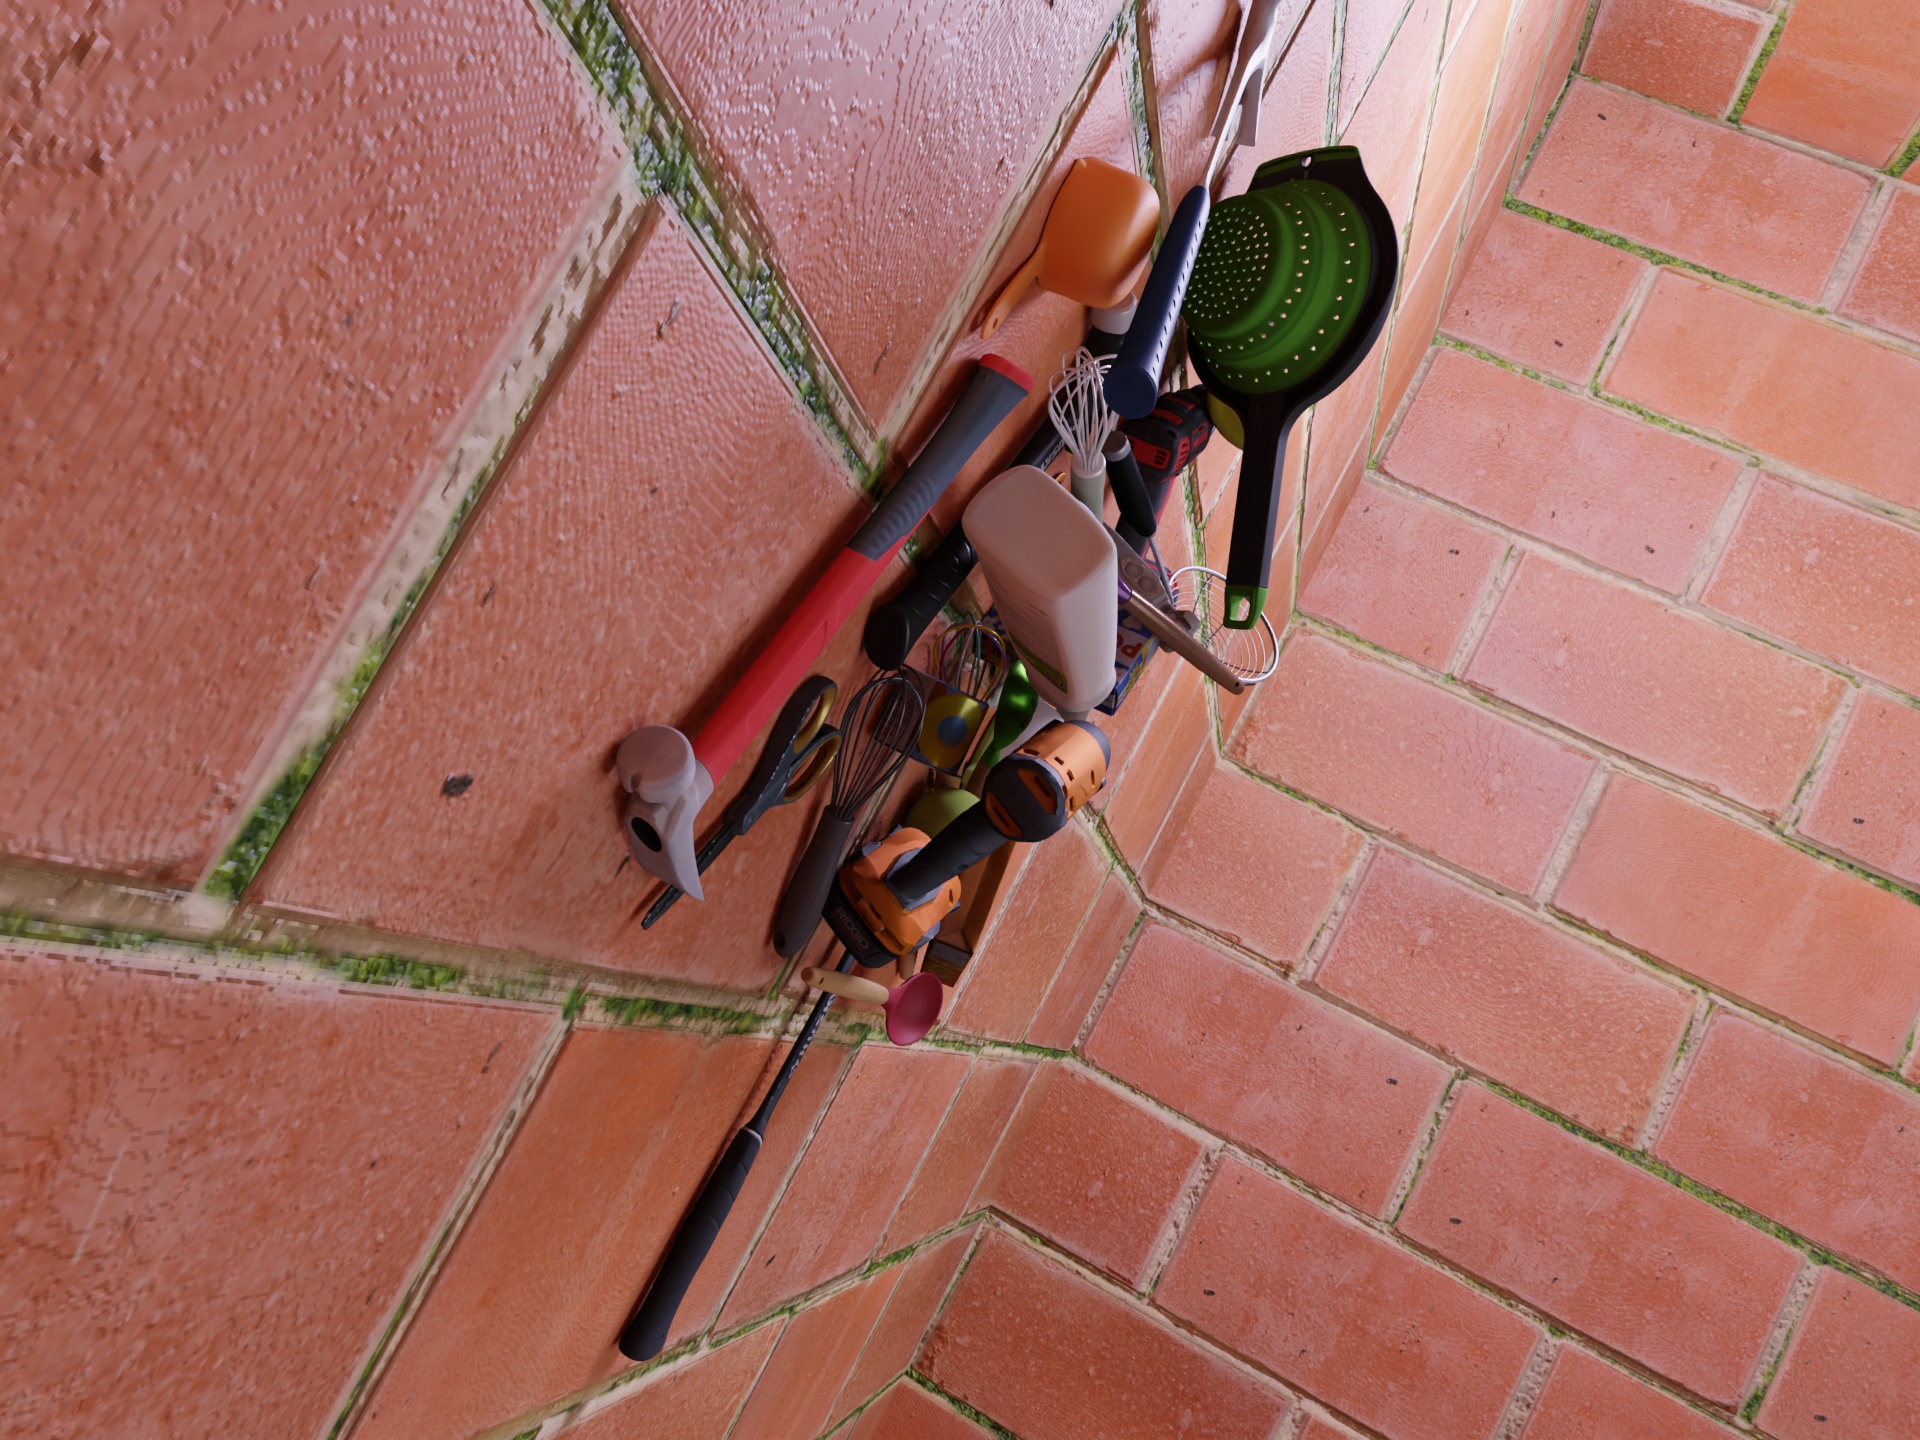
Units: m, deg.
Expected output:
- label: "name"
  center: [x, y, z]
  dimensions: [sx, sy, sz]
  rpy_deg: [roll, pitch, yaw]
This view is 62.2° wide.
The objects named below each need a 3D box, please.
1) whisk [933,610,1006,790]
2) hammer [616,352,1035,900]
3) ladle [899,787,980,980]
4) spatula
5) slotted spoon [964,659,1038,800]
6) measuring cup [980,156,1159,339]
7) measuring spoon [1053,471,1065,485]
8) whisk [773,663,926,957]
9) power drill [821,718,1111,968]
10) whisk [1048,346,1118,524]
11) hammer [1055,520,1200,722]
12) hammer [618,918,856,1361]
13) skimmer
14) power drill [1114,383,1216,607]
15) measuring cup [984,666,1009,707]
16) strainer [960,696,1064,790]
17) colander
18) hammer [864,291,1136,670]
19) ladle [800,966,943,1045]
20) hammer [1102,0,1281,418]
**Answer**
- label: "whisk"
  center: [-0.004, -0.005, 1.245]
  dimensions: [0.047, 0.051, 0.244]
  rpy_deg: [-19, 151, -18]
- label: "hammer"
  center: [-0.065, -0.071, 0.920]
  dimensions: [0.386, 0.038, 0.143]
  rpy_deg: [-55, 164, -29]
- label: "ladle"
  center: [-0.028, 0.159, 1.397]
  dimensions: [0.320, 0.062, 0.078]
  rpy_deg: [99, 15, -55]
- label: "spatula"
  center: [0.139, -0.087, 1.211]
  dimensions: [0.315, 0.018, 0.060]
  rpy_deg: [33, 84, -45]
- label: "slotted spoon"
  center: [0.021, 0.041, 1.323]
  dimensions: [0.313, 0.031, 0.070]
  rpy_deg: [112, 3, -62]
- label: "measuring cup"
  center: [0.072, -0.281, 0.998]
  dimensions: [0.174, 0.052, 0.095]
  rpy_deg: [-56, 163, -34]
- label: "measuring spoon"
  center: [0.057, -0.157, 1.234]
  dimensions: [0.117, 0.011, 0.021]
  rpy_deg: [-52, 161, -36]
- label: "whisk"
  center: [-0.080, 0.067, 1.086]
  dimensions: [0.055, 0.055, 0.239]
  rpy_deg: [-31, 148, -64]
- label: "power drill"
  center: [0.015, 0.080, 1.179]
  dimensions: [0.226, 0.084, 0.164]
  rpy_deg: [-39, 178, 28]
- label: "whisk"
  center: [0.090, -0.184, 1.109]
  dimensions: [0.059, 0.058, 0.246]
  rpy_deg: [-26, 162, -5]
- label: "hammer"
  center: [0.111, -0.043, 1.469]
  dimensions: [0.038, 0.146, 0.410]
  rpy_deg: [-36, 165, -21]
- label: "hammer"
  center: [-0.157, 0.313, 1.257]
  dimensions: [0.409, 0.036, 0.149]
  rpy_deg: [-62, 164, -7]
- label: "skimmer"
  center: [0.196, -0.141, 1.333]
  dimensions: [0.362, 0.090, 0.127]
  rpy_deg: [54, 19, -59]
- label: "power drill"
  center: [0.181, -0.198, 1.467]
  dimensions: [0.188, 0.080, 0.226]
  rpy_deg: [-42, 151, -54]
- label: "measuring cup"
  center: [0.040, -0.042, 1.317]
  dimensions: [0.167, 0.038, 0.083]
  rpy_deg: [-32, 145, -63]
- label: "strainer"
  center: [0.059, 0.077, 1.517]
  dimensions: [0.151, 0.069, 0.256]
  rpy_deg: [-54, 161, -31]
- label: "colander"
  center: [0.229, -0.274, 1.278]
  dimensions: [0.094, 0.205, 0.397]
  rpy_deg: [7, 90, -42]
- label: "hammer"
  center: [0.032, -0.155, 1.113]
  dimensions: [0.335, 0.035, 0.146]
  rpy_deg: [-54, 162, -32]
- label: "ladle"
  center: [-0.071, 0.219, 1.267]
  dimensions: [0.069, 0.031, 0.315]
  rpy_deg: [-64, 161, -7]
- label: "hammer"
  center: [0.162, -0.350, 1.070]
  dimensions: [0.144, 0.035, 0.406]
  rpy_deg: [95, 13, -56]
